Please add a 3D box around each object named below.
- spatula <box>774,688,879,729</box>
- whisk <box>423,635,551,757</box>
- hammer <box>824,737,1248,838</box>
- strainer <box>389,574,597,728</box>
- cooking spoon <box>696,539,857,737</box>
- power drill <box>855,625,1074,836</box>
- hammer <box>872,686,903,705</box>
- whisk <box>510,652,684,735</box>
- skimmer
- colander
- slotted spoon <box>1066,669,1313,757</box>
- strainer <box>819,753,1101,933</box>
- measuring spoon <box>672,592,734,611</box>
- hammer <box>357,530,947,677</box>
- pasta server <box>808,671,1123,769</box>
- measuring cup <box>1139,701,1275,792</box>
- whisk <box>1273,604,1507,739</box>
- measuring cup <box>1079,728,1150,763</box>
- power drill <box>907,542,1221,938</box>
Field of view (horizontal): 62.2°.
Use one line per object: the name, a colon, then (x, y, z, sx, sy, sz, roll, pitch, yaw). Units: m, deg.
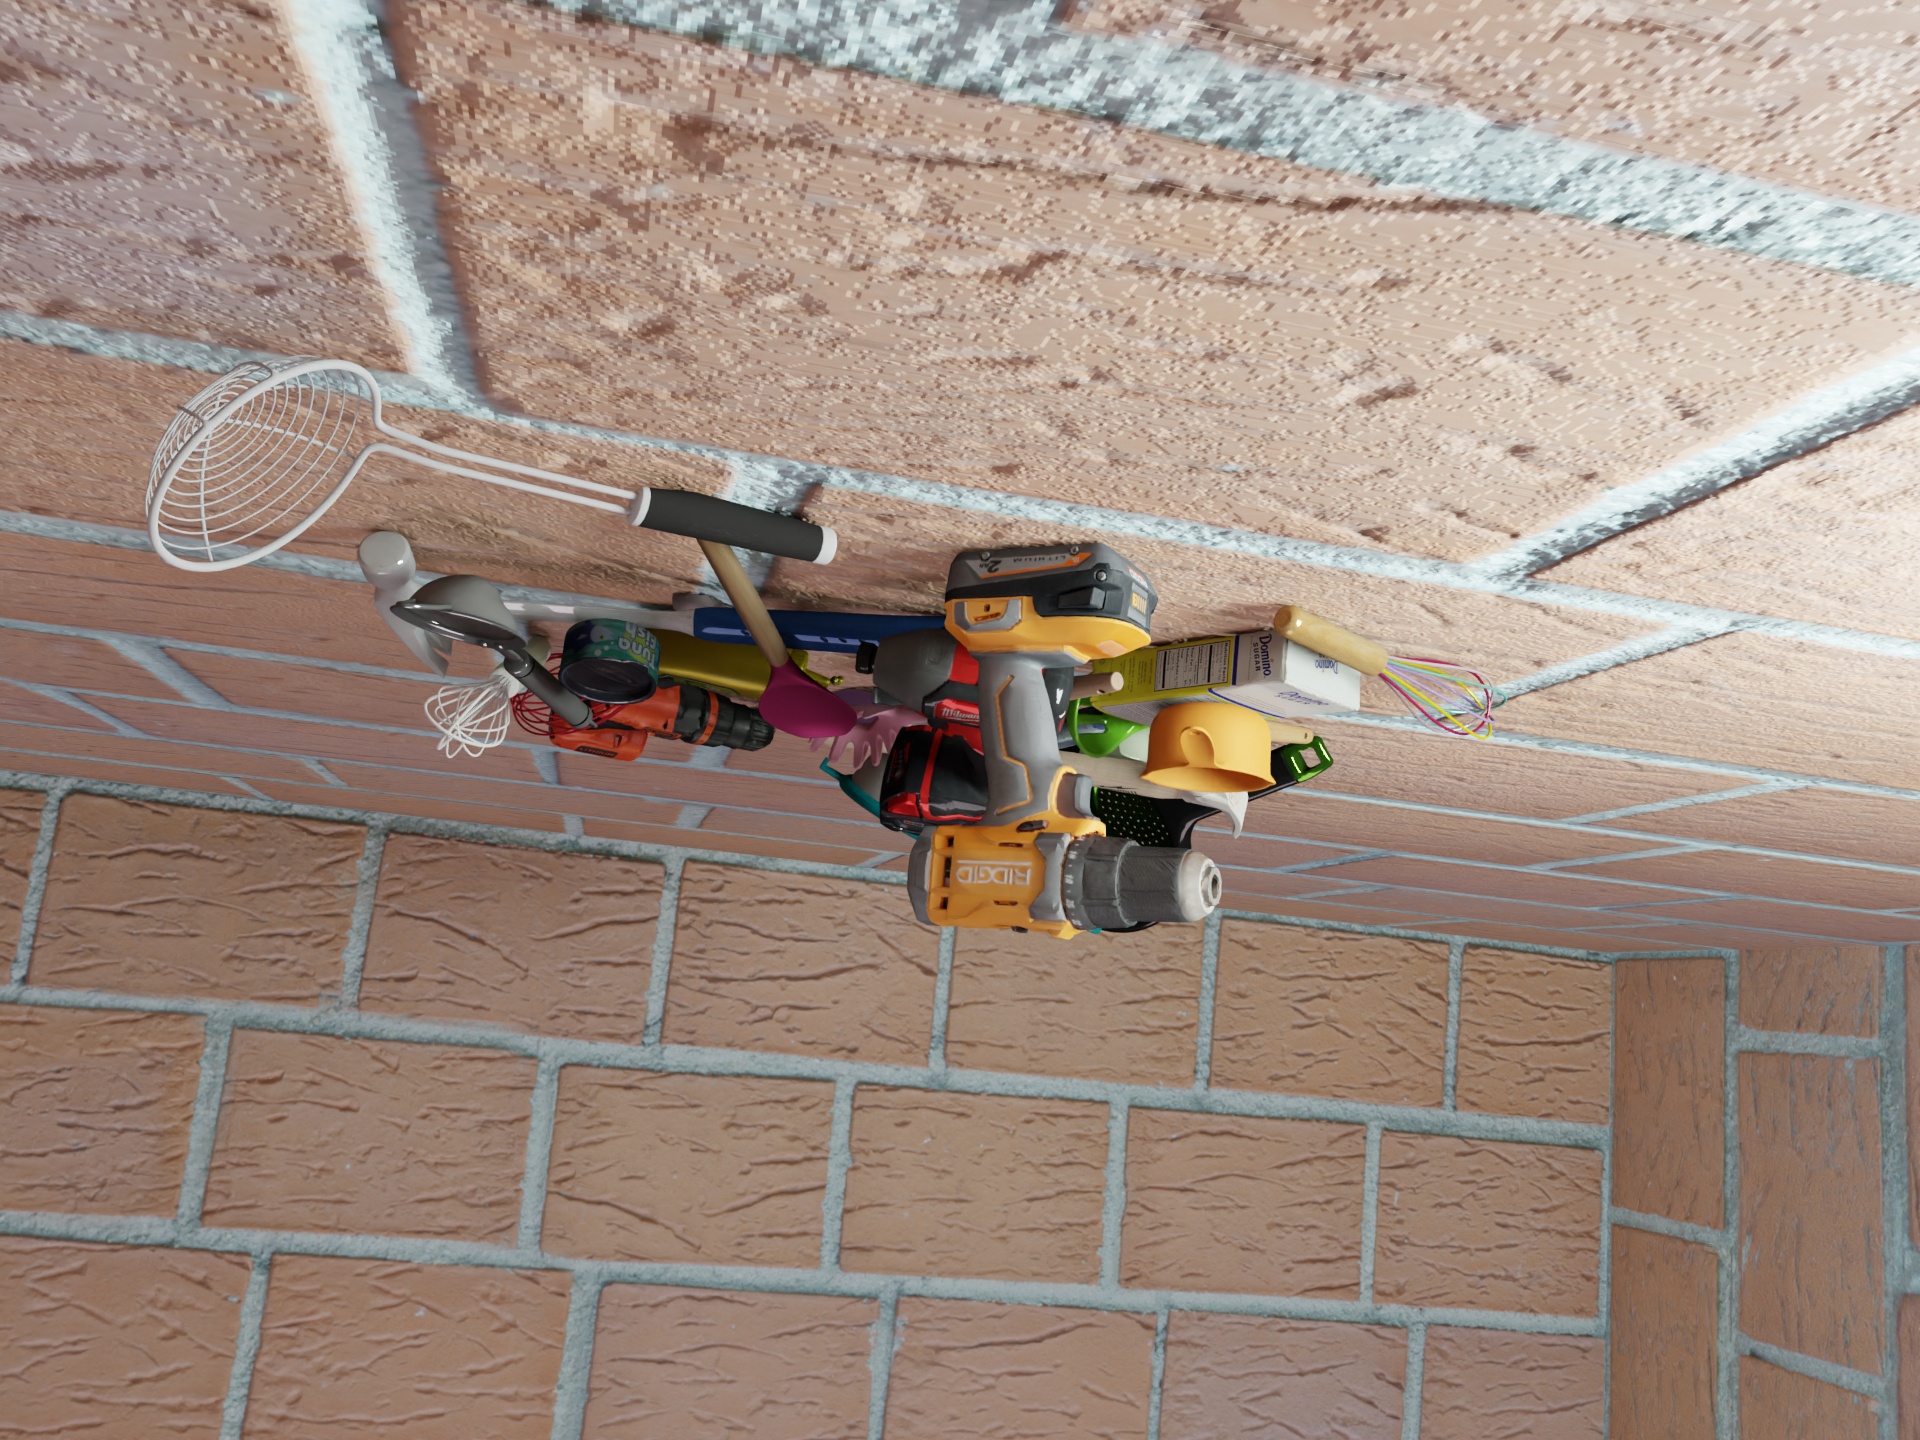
spatula: (-0.156, -0.002, 1.505, 0.316, 0.018, 0.059, -2, 128, 49)
whisk: (-0.350, -0.026, 1.208, 0.059, 0.058, 0.246, 31, -166, -9)
hammer: (0.057, 0.040, 1.449, 0.411, 0.038, 0.146, 9, 163, 27)
strainer: (-0.302, -0.044, 1.072, 0.087, 0.050, 0.258, 9, 161, 16)
cooking spoon: (-0.127, -0.054, 1.057, 0.069, 0.017, 0.318, -4, 155, 8)
power drill: (-0.003, 0.008, 1.113, 0.143, 0.079, 0.219, 11, 153, 2)
hammer: (0.035, -0.042, 1.174, 0.146, 0.035, 0.335, 8, 169, -14)
whisk: (-0.259, -0.033, 1.301, 0.296, 0.073, 0.073, -9, 164, 30)
skimmer: (-0.219, -0.104, 0.823, 0.363, 0.090, 0.127, 9, 134, -33)
colander: (0.213, 0.080, 1.574, 0.397, 0.204, 0.094, -26, -176, 42)
slotted spoon: (0.190, 0.002, 1.288, 0.313, 0.070, 0.031, 6, -178, -43)
strainer: (0.032, 0.094, 1.536, 0.210, 0.095, 0.341, 24, -177, -46)
measuring spoon: (-0.156, -0.069, 1.166, 0.124, 0.018, 0.034, 16, 165, -37)
hammer: (-0.195, -0.067, 1.102, 0.405, 0.035, 0.144, 4, 153, -4)
pasta server: (-0.002, -0.004, 1.200, 0.316, 0.040, 0.060, -9, 148, 46)
measuring cup: (0.167, 0.007, 1.090, 0.095, 0.052, 0.173, 2, 165, 13)
whisk: (0.295, -0.032, 1.077, 0.244, 0.047, 0.051, 18, 165, -39)
measuring cup: (0.137, 0.011, 1.414, 0.083, 0.038, 0.167, 5, 163, 16)
power drill: (0.066, 0.015, 0.934, 0.185, 0.226, 0.084, 0, 168, 29)
